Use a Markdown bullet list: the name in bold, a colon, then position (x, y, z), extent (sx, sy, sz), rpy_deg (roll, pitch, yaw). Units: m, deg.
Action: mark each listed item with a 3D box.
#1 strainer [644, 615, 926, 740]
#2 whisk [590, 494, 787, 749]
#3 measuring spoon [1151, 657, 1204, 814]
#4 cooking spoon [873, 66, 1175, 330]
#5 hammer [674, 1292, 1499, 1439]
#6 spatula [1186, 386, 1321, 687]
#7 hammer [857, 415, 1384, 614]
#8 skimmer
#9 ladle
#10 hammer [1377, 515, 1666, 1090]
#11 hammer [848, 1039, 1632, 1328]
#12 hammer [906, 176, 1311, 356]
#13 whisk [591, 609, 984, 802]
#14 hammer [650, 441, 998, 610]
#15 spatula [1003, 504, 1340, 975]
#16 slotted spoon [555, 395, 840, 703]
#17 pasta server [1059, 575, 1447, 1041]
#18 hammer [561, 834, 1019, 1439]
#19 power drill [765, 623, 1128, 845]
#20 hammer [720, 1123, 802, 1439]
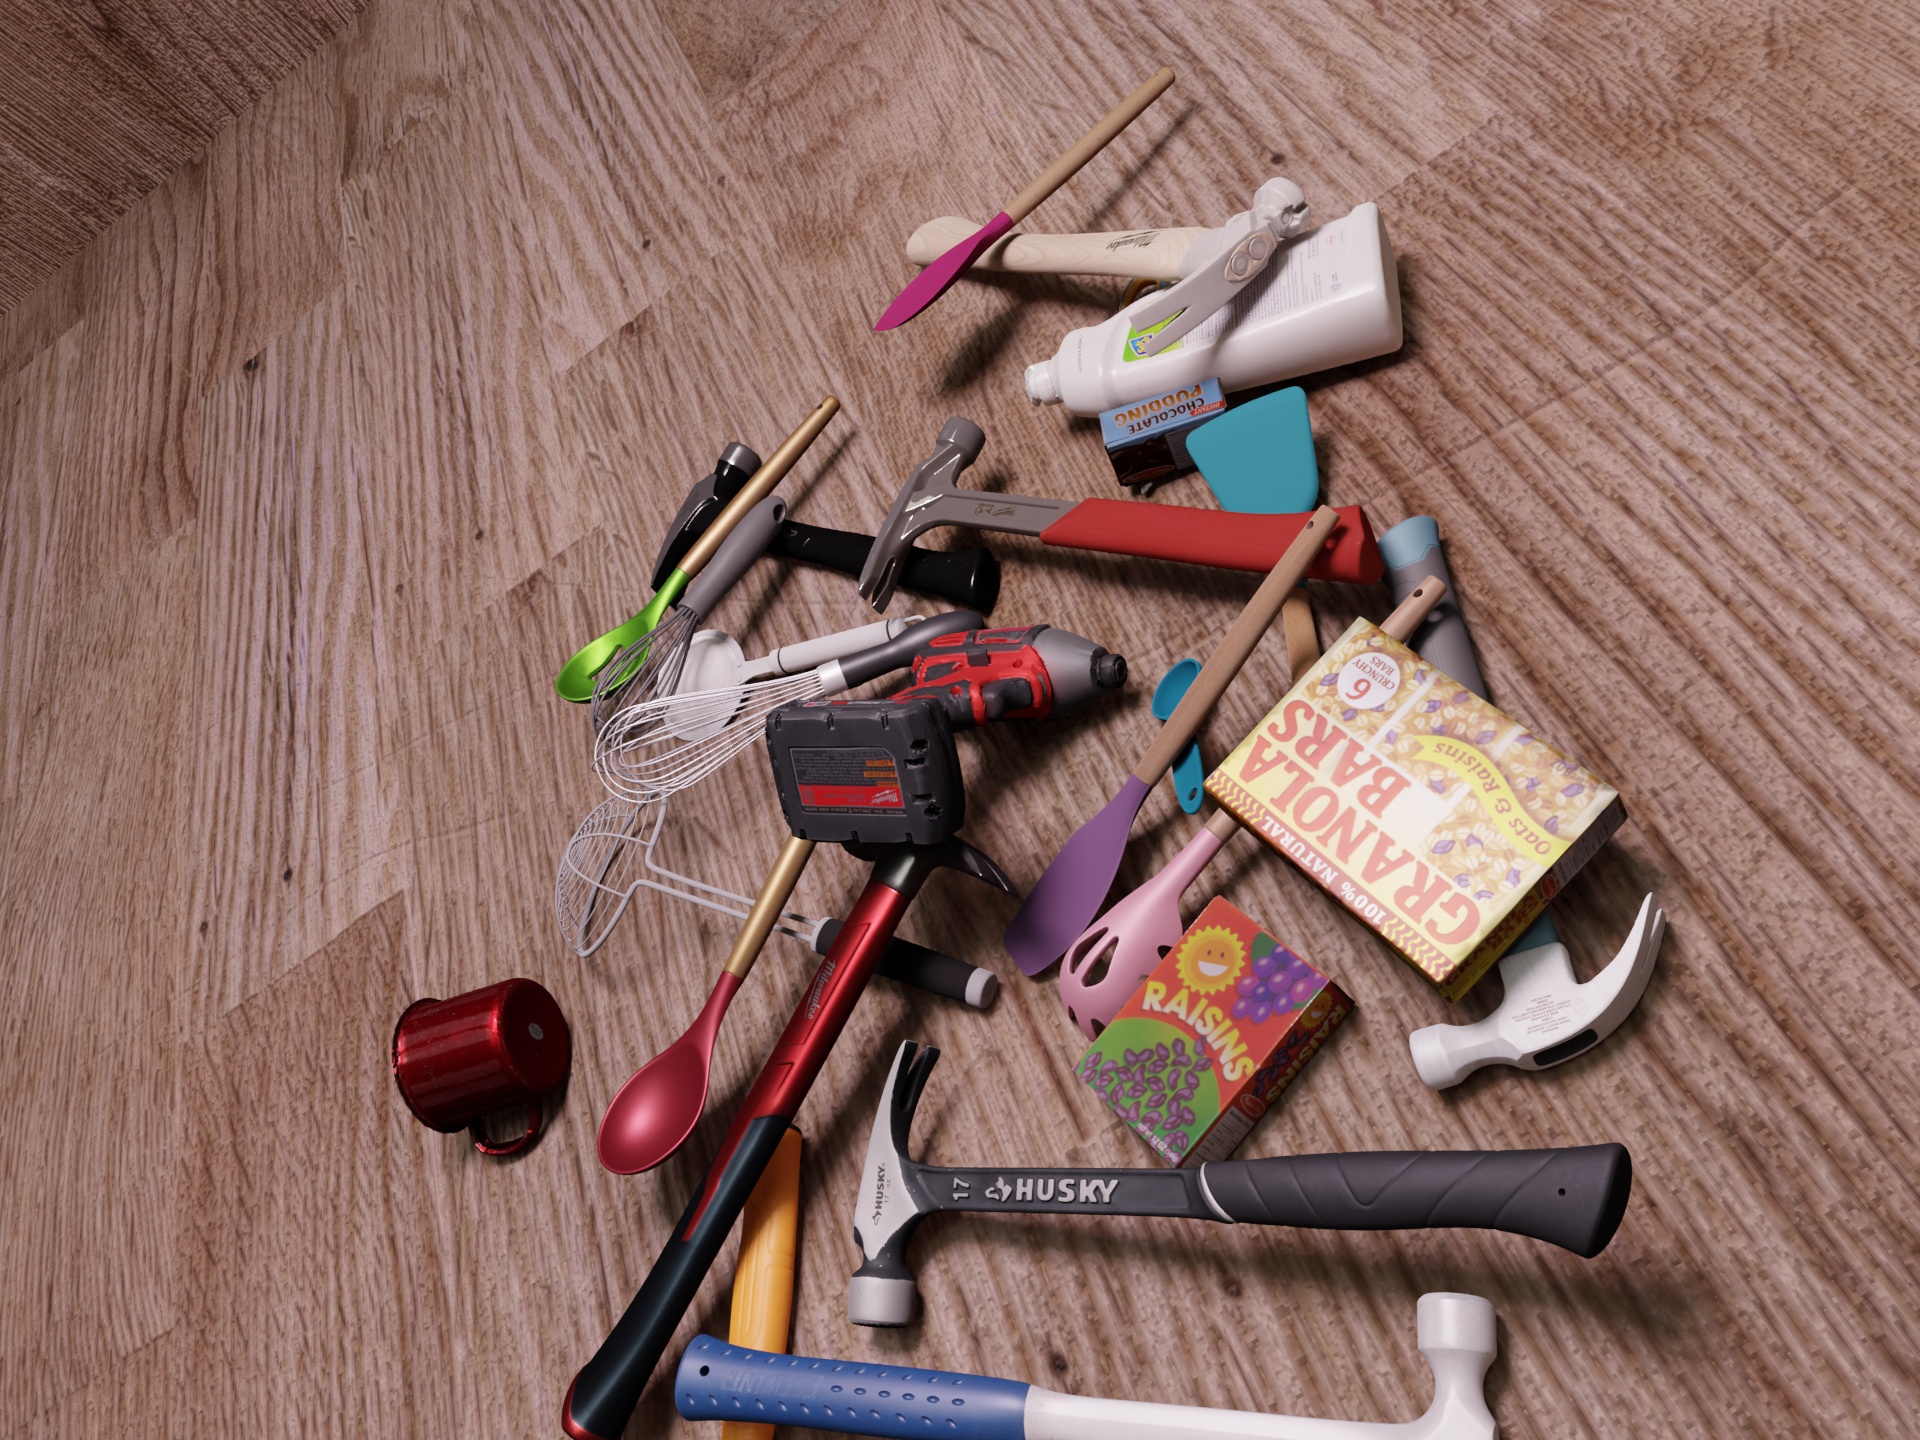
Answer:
- **strainer**: position (-0.139, -0.043, 1.160), extent (0.258, 0.050, 0.087), rpy_deg (-13, 69, 23)
- **whisk**: position (-0.194, -0.076, 1.157), extent (0.055, 0.055, 0.239), rpy_deg (11, 57, 39)
- **measuring spoon**: position (0.136, 0.013, 0.925), extent (0.042, 0.021, 0.129), rpy_deg (-45, 26, 31)
- **cooking spoon**: position (0.053, -0.392, 1.196), extent (0.319, 0.017, 0.069), rpy_deg (-45, 26, -13)
- **hammer**: position (0.042, 0.334, 0.749), extent (0.405, 0.035, 0.144), rpy_deg (-5, 58, 25)
- **spatula**: position (0.194, -0.059, 0.937), extent (0.082, 0.044, 0.318), rpy_deg (-21, 51, 26)
- **hammer**: position (0.093, -0.114, 0.999), extent (0.359, 0.036, 0.149), rpy_deg (14, 71, 40)
- **skimmer**: position (-0.126, 0.130, 1.037), extent (0.363, 0.090, 0.127), rpy_deg (14, 72, 29)
- **ladle**: position (-0.128, 0.131, 0.968), extent (0.069, 0.031, 0.315), rpy_deg (17, 75, 41)
- **hammer**: position (0.268, 0.023, 0.836), extent (0.128, 0.033, 0.331), rpy_deg (-22, 50, 22)
- **hammer**: position (0.107, 0.219, 0.757), extent (0.409, 0.036, 0.149), rpy_deg (-13, 64, 37)
- **hammer**: position (0.066, -0.336, 1.161), extent (0.146, 0.038, 0.411), rpy_deg (-43, 33, -14)
- **whisk**: position (-0.117, -0.017, 1.083), extent (0.284, 0.070, 0.070), rpy_deg (-21, 48, -1)
- **hammer**: position (-0.103, -0.126, 1.194), extent (0.335, 0.035, 0.146), rpy_deg (18, 71, 41)
- **spatula**: position (0.120, 0.014, 0.903), extent (0.316, 0.018, 0.060), rpy_deg (-57, 33, 10)
- **slotted spoon**: position (-0.193, -0.130, 1.215), extent (0.070, 0.031, 0.314), rpy_deg (29, 75, 43)
- **pasta server**: position (0.161, 0.046, 0.877), extent (0.316, 0.040, 0.060), rpy_deg (-49, 46, 1)
- **hammer**: position (-0.103, 0.229, 0.884), extent (0.143, 0.038, 0.386), rpy_deg (19, 78, 53)
- **power drill**: position (-0.001, -0.003, 0.945), extent (0.143, 0.078, 0.219), rpy_deg (-1, 19, 33)
- **hammer**: position (-0.108, 0.377, 0.850), extent (0.127, 0.034, 0.337), rpy_deg (-17, 52, 25)
